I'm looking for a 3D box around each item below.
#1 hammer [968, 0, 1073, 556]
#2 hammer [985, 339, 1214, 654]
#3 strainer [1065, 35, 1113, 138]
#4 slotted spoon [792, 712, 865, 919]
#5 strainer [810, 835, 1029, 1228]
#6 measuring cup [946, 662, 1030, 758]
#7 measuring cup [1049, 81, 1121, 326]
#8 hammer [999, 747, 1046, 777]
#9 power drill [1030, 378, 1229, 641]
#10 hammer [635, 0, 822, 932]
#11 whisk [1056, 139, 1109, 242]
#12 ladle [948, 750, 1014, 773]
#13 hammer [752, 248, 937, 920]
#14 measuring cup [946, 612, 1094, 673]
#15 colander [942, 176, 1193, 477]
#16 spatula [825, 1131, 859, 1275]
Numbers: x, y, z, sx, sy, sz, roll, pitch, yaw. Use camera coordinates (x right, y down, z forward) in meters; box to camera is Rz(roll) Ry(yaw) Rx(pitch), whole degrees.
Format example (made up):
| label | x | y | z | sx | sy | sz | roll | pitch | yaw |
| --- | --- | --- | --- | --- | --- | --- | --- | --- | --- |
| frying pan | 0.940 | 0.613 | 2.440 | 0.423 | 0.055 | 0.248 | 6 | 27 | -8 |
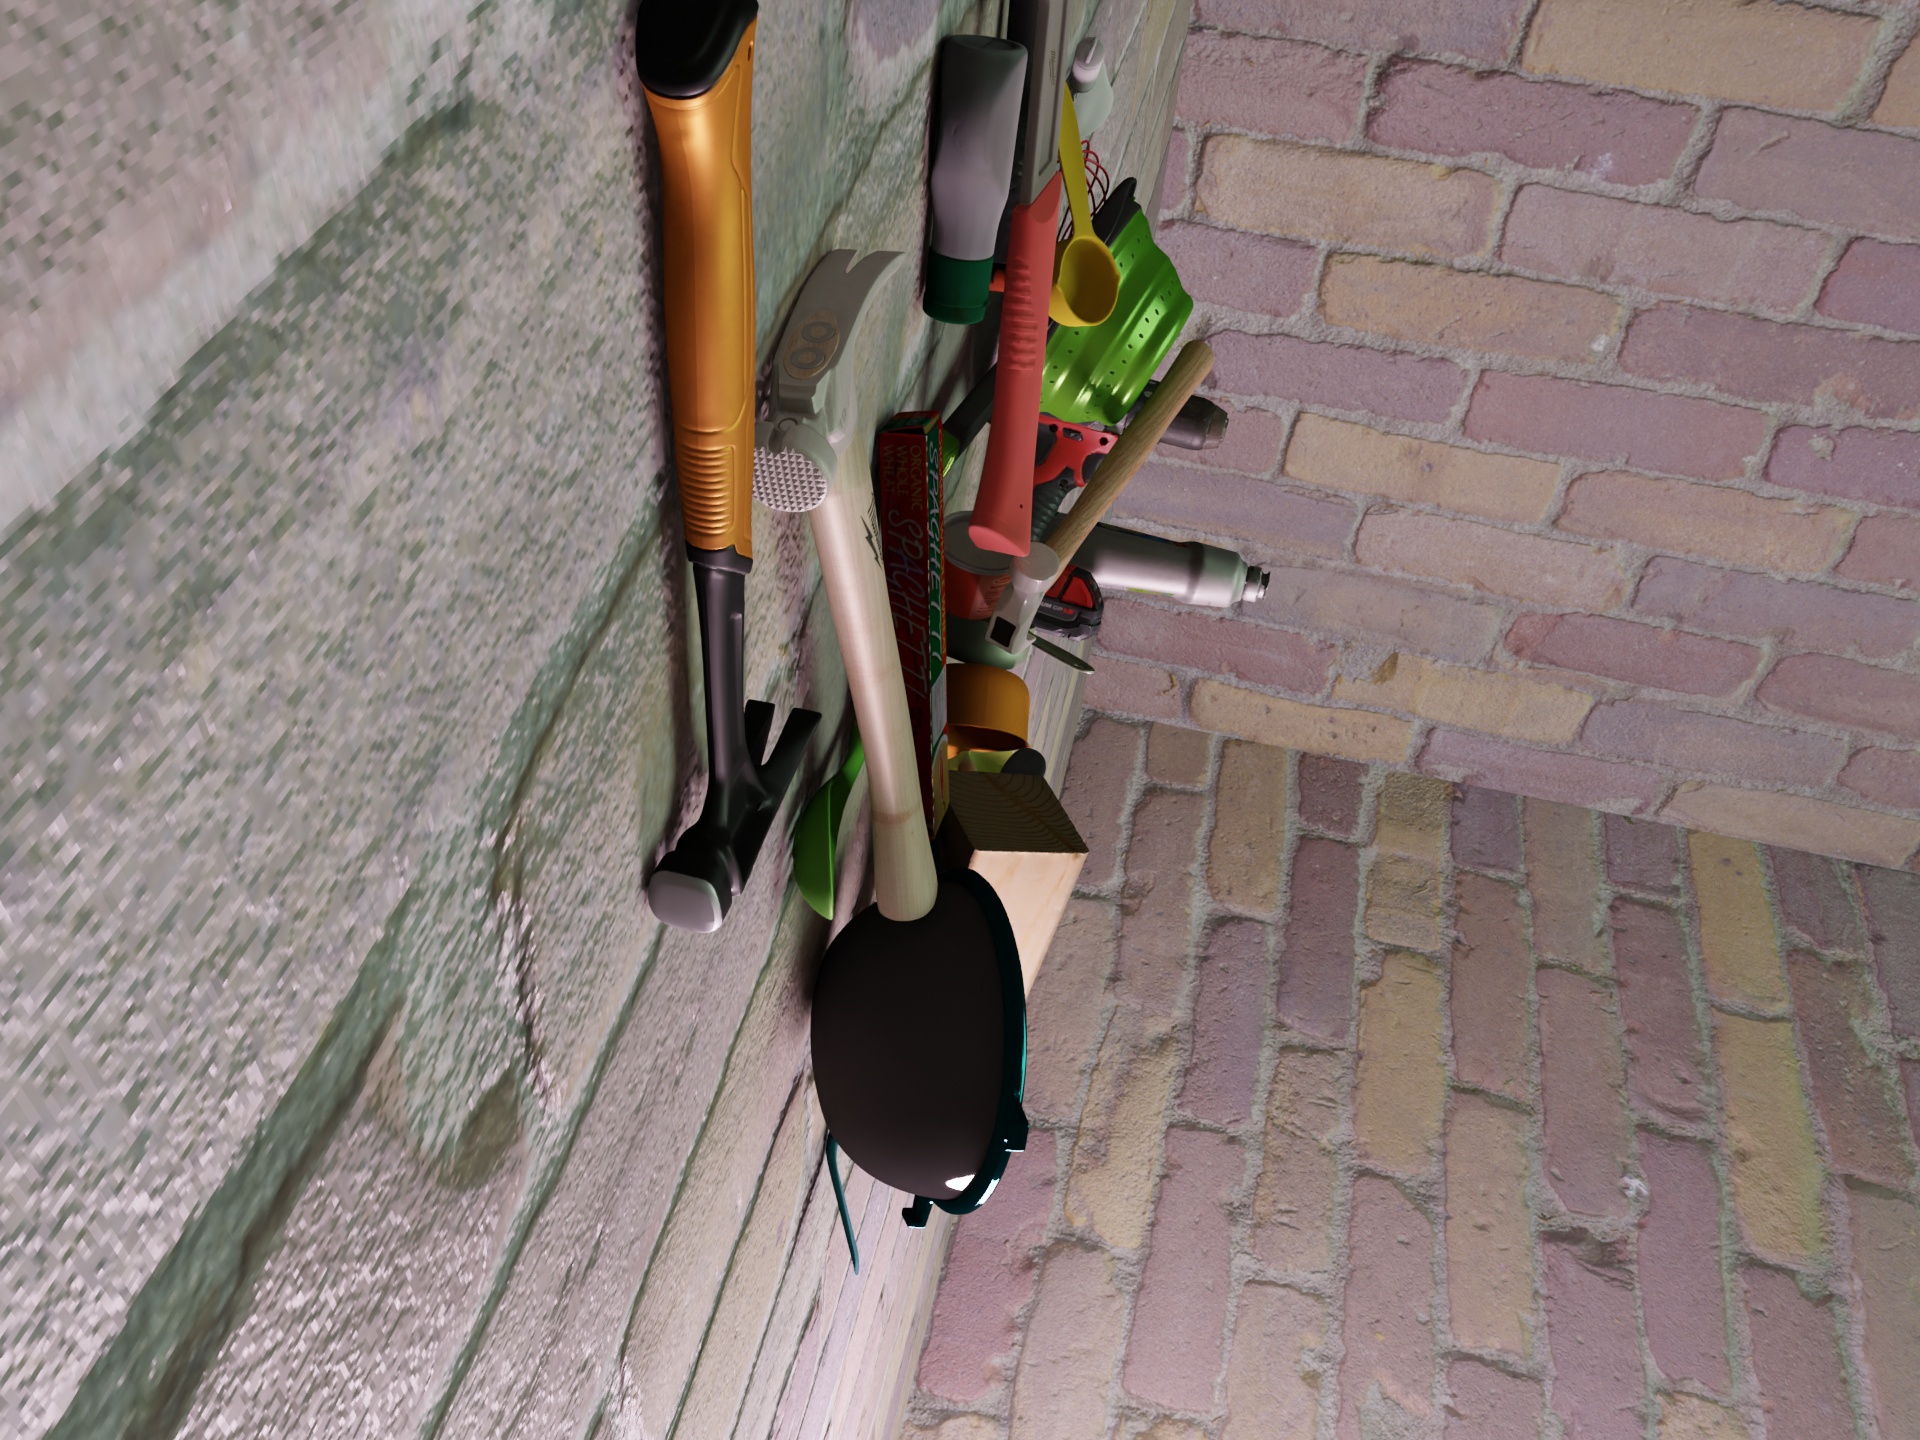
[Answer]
| label | x | y | z | sx | sy | sz | roll | pitch | yaw |
| --- | --- | --- | --- | --- | --- | --- | --- | --- | --- |
| hammer | 0.047 | -0.279 | 0.958 | 0.149 | 0.037 | 0.359 | -18 | 118 | -54 |
| hammer | 0.106 | -0.170 | 1.153 | 0.331 | 0.031 | 0.130 | -55 | 174 | -34 |
| strainer | 0.087 | -0.448 | 1.118 | 0.258 | 0.050 | 0.087 | -83 | -161 | -77 |
| slotted spoon | -0.053 | -0.007 | 0.949 | 0.314 | 0.031 | 0.070 | -74 | 170 | -48 |
| strainer | -0.049 | 0.139 | 1.008 | 0.211 | 0.095 | 0.341 | 124 | -36 | -53 |
| measuring cup | -0.002 | -0.004 | 1.221 | 0.173 | 0.095 | 0.052 | 147 | -49 | -73 |
| measuring cup | 0.066 | -0.331 | 1.018 | 0.062 | 0.029 | 0.156 | -20 | 105 | -41 |
| hammer | 0.028 | 0.091 | 1.341 | 0.149 | 0.036 | 0.408 | -54 | 175 | -14 |
| power drill | 0.107 | -0.184 | 1.316 | 0.080 | 0.188 | 0.226 | -49 | 154 | -76 |
| hammer | -0.081 | -0.081 | 0.553 | 0.127 | 0.034 | 0.336 | -70 | 169 | -48 |
| whisk | 0.071 | -0.372 | 1.243 | 0.295 | 0.073 | 0.073 | 91 | 11 | -82 |
| ladle | 0.017 | 0.047 | 1.306 | 0.078 | 0.062 | 0.320 | -64 | -178 | 3 |
| hammer | -0.041 | -0.033 | 0.798 | 0.410 | 0.038 | 0.146 | 84 | 17 | -52 |
| measuring cup | 0.042 | -0.048 | 1.180 | 0.168 | 0.083 | 0.038 | 31 | -68 | 50 |
| colander | 0.077 | -0.240 | 1.117 | 0.204 | 0.094 | 0.397 | -56 | -179 | 43 |
| spatula | -0.064 | 0.252 | 1.207 | 0.082 | 0.044 | 0.318 | 95 | 7 | -75 |
